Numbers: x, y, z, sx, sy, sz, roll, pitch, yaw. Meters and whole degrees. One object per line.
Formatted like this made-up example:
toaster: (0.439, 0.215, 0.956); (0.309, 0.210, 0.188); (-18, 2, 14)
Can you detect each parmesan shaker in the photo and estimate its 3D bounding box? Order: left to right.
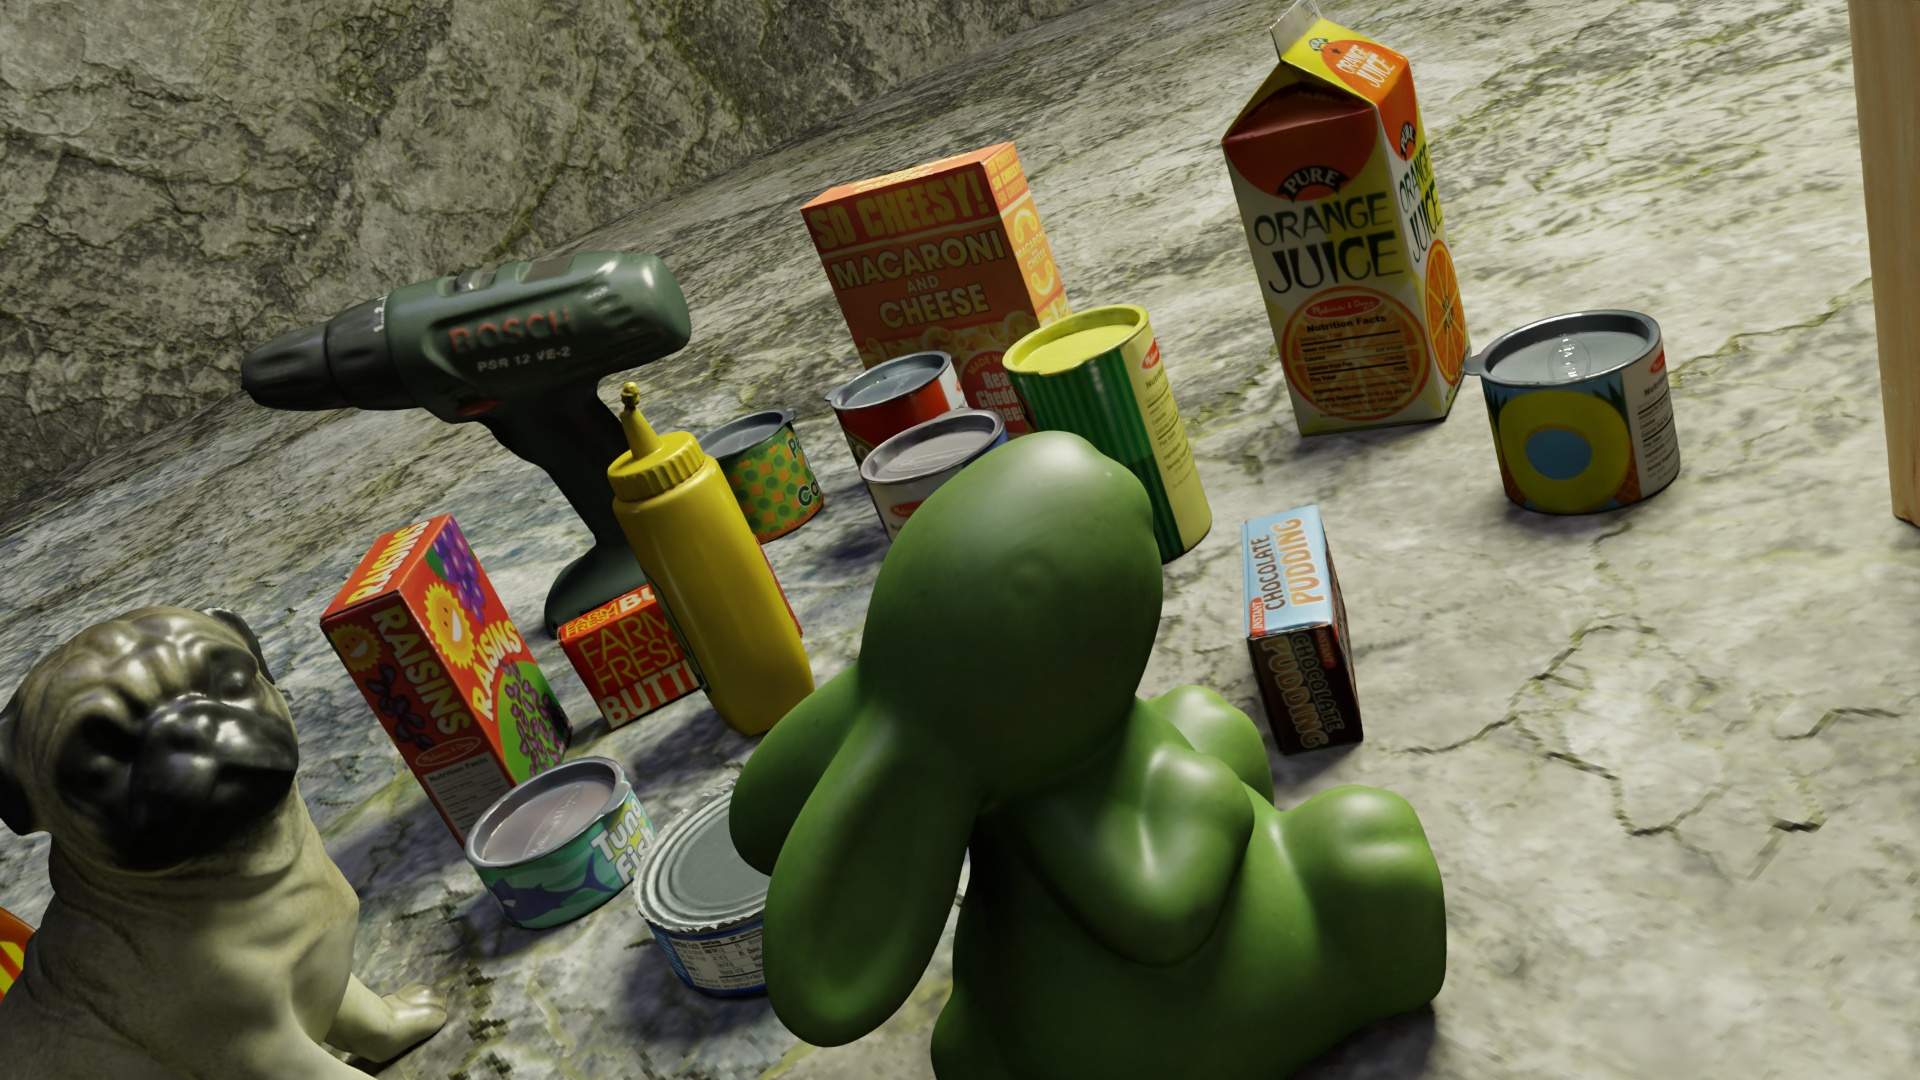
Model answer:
parmesan shaker: (0.066, -0.043, 0.617); (0.071, 0.102, 0.071); (-18, 23, 8)

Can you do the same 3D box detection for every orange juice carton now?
orange juice carton: (0.177, -0.152, 0.645); (0.073, 0.192, 0.072); (-5, 28, 34)

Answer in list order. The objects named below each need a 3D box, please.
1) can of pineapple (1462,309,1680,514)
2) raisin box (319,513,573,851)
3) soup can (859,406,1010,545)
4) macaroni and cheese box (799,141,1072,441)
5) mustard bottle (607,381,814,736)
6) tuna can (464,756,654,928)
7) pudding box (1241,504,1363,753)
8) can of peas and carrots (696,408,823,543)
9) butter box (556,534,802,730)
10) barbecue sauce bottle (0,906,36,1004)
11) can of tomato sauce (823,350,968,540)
can of pineapple: (0.240, -0.050, 0.543); (0.071, 0.057, 0.071); (-18, 24, 8)
raisin box: (-0.222, 0.061, 0.612); (0.040, 0.123, 0.086); (-20, 23, 4)
soup can: (0.002, -0.008, 0.619); (0.071, 0.083, 0.071); (-18, 23, 8)
macaroni and cheese box: (-0.002, -0.124, 0.770); (0.123, 0.166, 0.040); (-5, 28, 34)
mustard bottle: (-0.112, 0.006, 0.591); (0.049, 0.159, 0.065); (-28, 24, -13)
tuna can: (-0.154, 0.118, 0.546); (0.071, 0.032, 0.071); (-18, 24, 8)
pudding box: (0.118, 0.029, 0.485); (0.030, 0.049, 0.084); (-14, 24, 17)
can of peas and carrots: (-0.119, -0.038, 0.817); (0.071, 0.058, 0.071); (-18, 24, 8)
butter box: (-0.133, 0.043, 0.661); (0.104, 0.053, 0.024); (-26, 23, -10)
barbecue sauce bottle: (-0.332, 0.157, 0.468); (0.043, 0.148, 0.065); (-14, 24, 18)
can of tomato sauce: (-0.024, -0.047, 0.727); (0.071, 0.082, 0.071); (-18, 23, 8)
